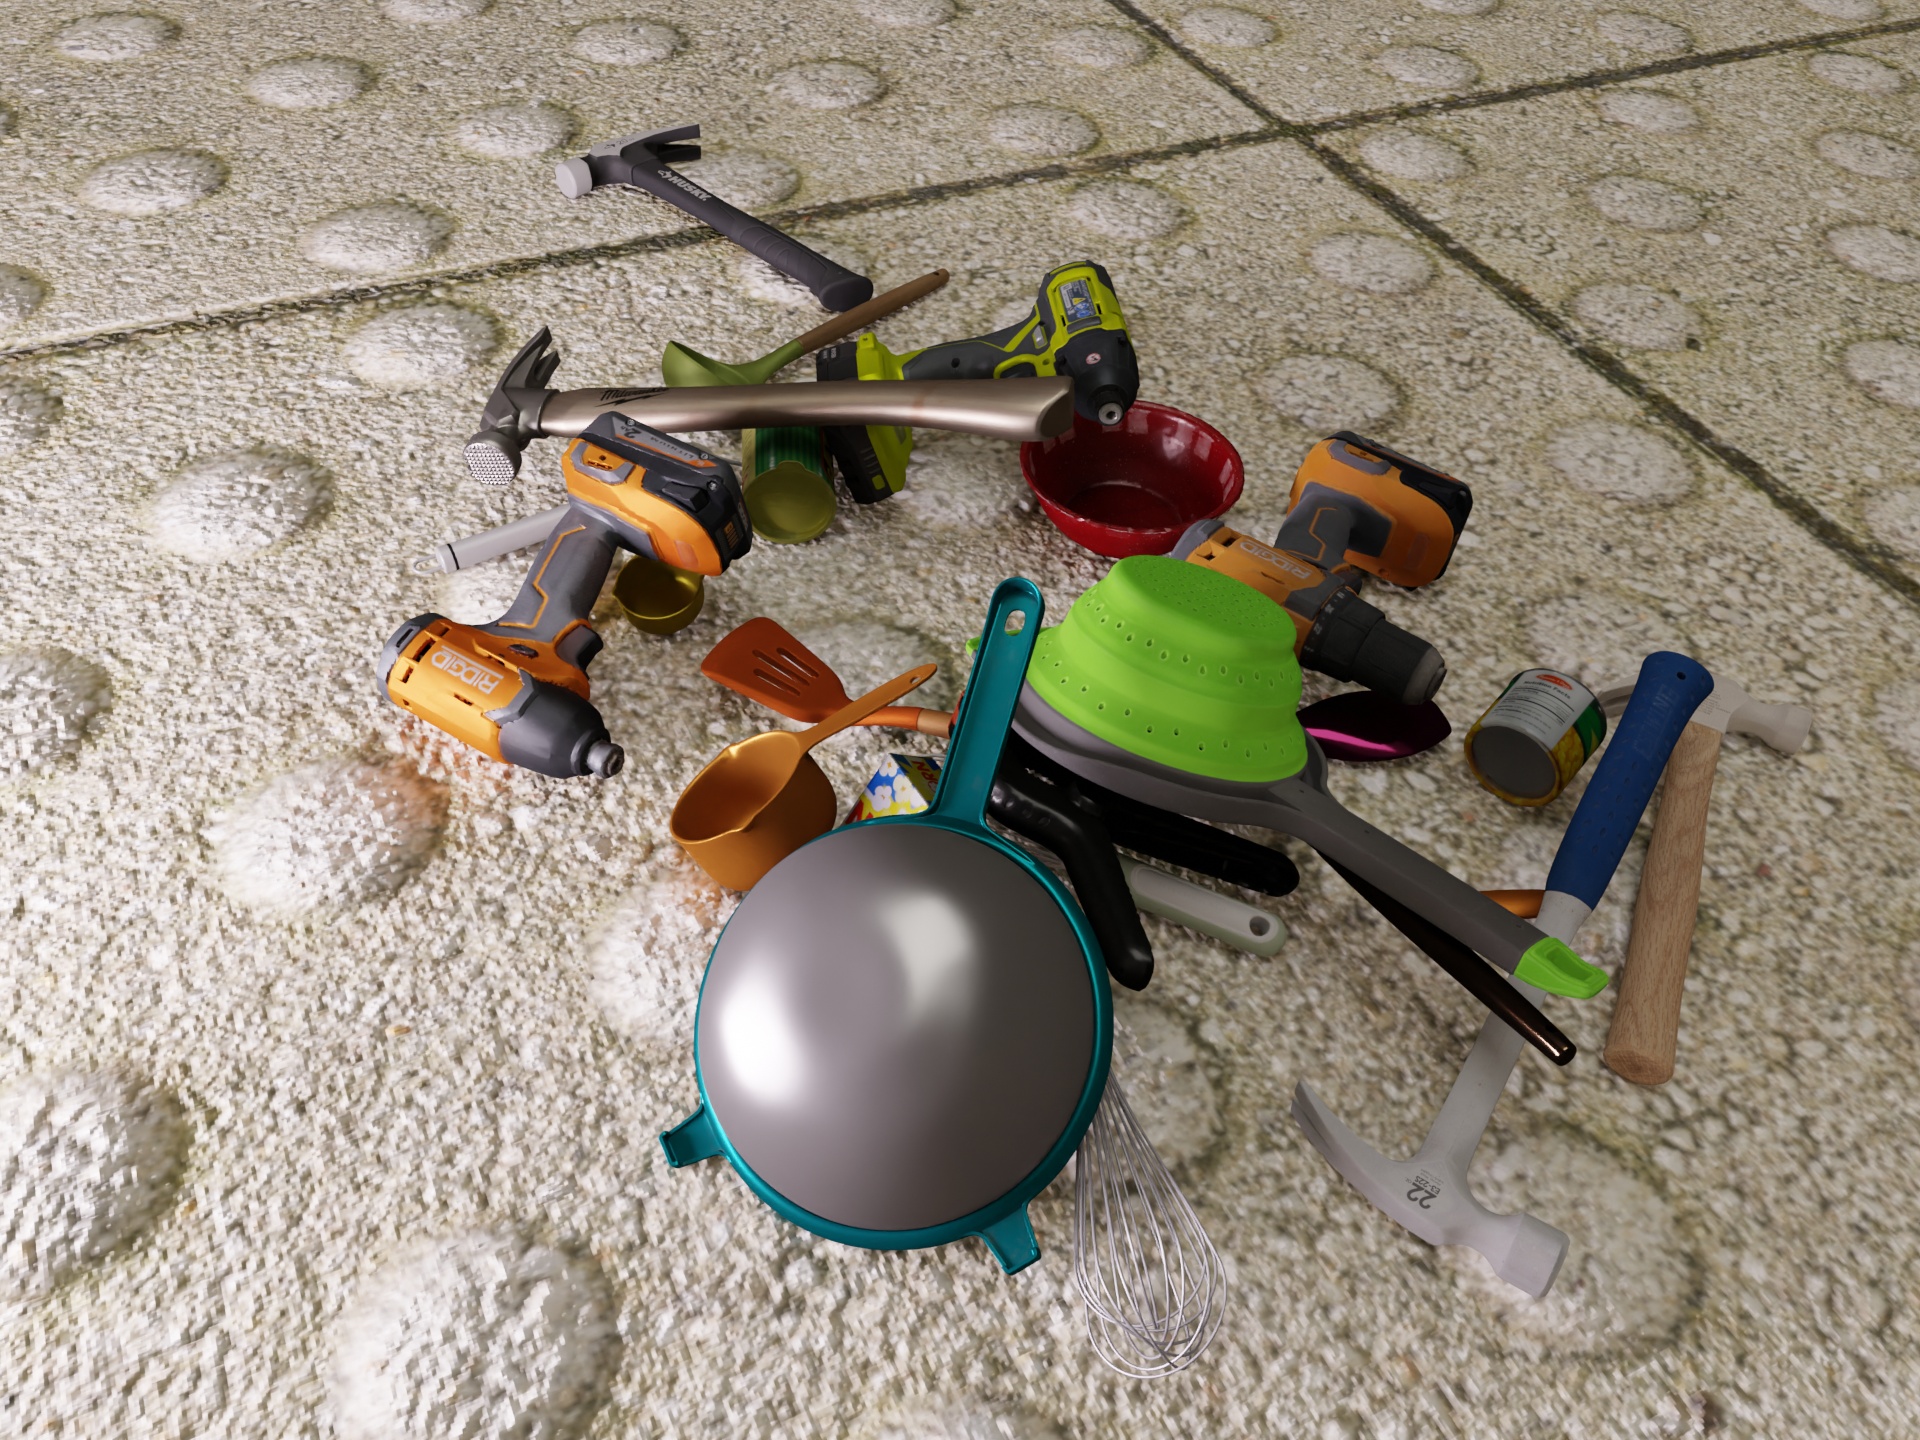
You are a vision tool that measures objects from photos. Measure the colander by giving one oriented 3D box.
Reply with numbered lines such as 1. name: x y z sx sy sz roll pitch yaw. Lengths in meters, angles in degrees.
1. colander: 0.182 0.007 0.866 0.397 0.094 0.204 34 28 32

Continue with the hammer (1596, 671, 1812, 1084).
1. hammer: 0.423 0.079 0.946 0.130 0.031 0.331 21 47 15

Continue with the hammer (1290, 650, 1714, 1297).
1. hammer: 0.322 0.104 0.869 0.144 0.035 0.406 26 57 21

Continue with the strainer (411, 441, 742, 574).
1. strainer: -0.255 -0.148 1.109 0.258 0.050 0.087 -23 66 -21

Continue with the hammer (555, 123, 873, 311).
1. hammer: -0.202 -0.446 1.415 0.335 0.035 0.146 36 53 27

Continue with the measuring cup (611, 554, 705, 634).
1. measuring cup: -0.209 -0.122 1.074 0.062 0.029 0.157 -13 57 -7

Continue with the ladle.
1. ladle: -0.112 -0.319 1.282 0.078 0.062 0.320 38 50 18

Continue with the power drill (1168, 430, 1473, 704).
1. power drill: 0.264 -0.100 1.059 0.185 0.084 0.226 31 42 22

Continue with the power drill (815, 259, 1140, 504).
1. power drill: 0.015 -0.240 1.141 0.223 0.080 0.171 -17 43 9

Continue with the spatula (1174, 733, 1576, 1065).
1. spatula: 0.215 0.082 0.873 0.059 0.018 0.316 -14 37 -25

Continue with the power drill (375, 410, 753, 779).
1. power drill: -0.225 -0.069 0.976 0.164 0.084 0.226 26 67 19

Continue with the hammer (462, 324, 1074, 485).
1. hammer: -0.126 -0.221 1.089 0.410 0.038 0.146 1 47 11

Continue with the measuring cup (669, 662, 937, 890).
1. measuring cup: -0.076 0.031 0.888 0.173 0.052 0.095 -32 29 2

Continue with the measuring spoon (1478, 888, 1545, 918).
1. measuring spoon: 0.303 0.104 0.923 0.117 0.011 0.021 0 45 -5

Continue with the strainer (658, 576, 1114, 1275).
1. strainer: -0.021 0.076 0.755 0.211 0.095 0.340 12 76 17

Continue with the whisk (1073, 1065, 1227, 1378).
1. whisk: 0.070 0.188 0.790 0.070 0.070 0.285 -4 41 -9

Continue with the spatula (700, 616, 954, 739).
1. spatula: -0.002 -0.003 0.964 0.323 0.041 0.081 12 33 20

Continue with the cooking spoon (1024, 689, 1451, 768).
1. cooking spoon: 0.157 0.010 0.999 0.319 0.017 0.069 -6 40 -10

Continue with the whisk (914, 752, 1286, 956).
1. whisk: 0.068 0.079 0.904 0.246 0.059 0.058 22 64 10
